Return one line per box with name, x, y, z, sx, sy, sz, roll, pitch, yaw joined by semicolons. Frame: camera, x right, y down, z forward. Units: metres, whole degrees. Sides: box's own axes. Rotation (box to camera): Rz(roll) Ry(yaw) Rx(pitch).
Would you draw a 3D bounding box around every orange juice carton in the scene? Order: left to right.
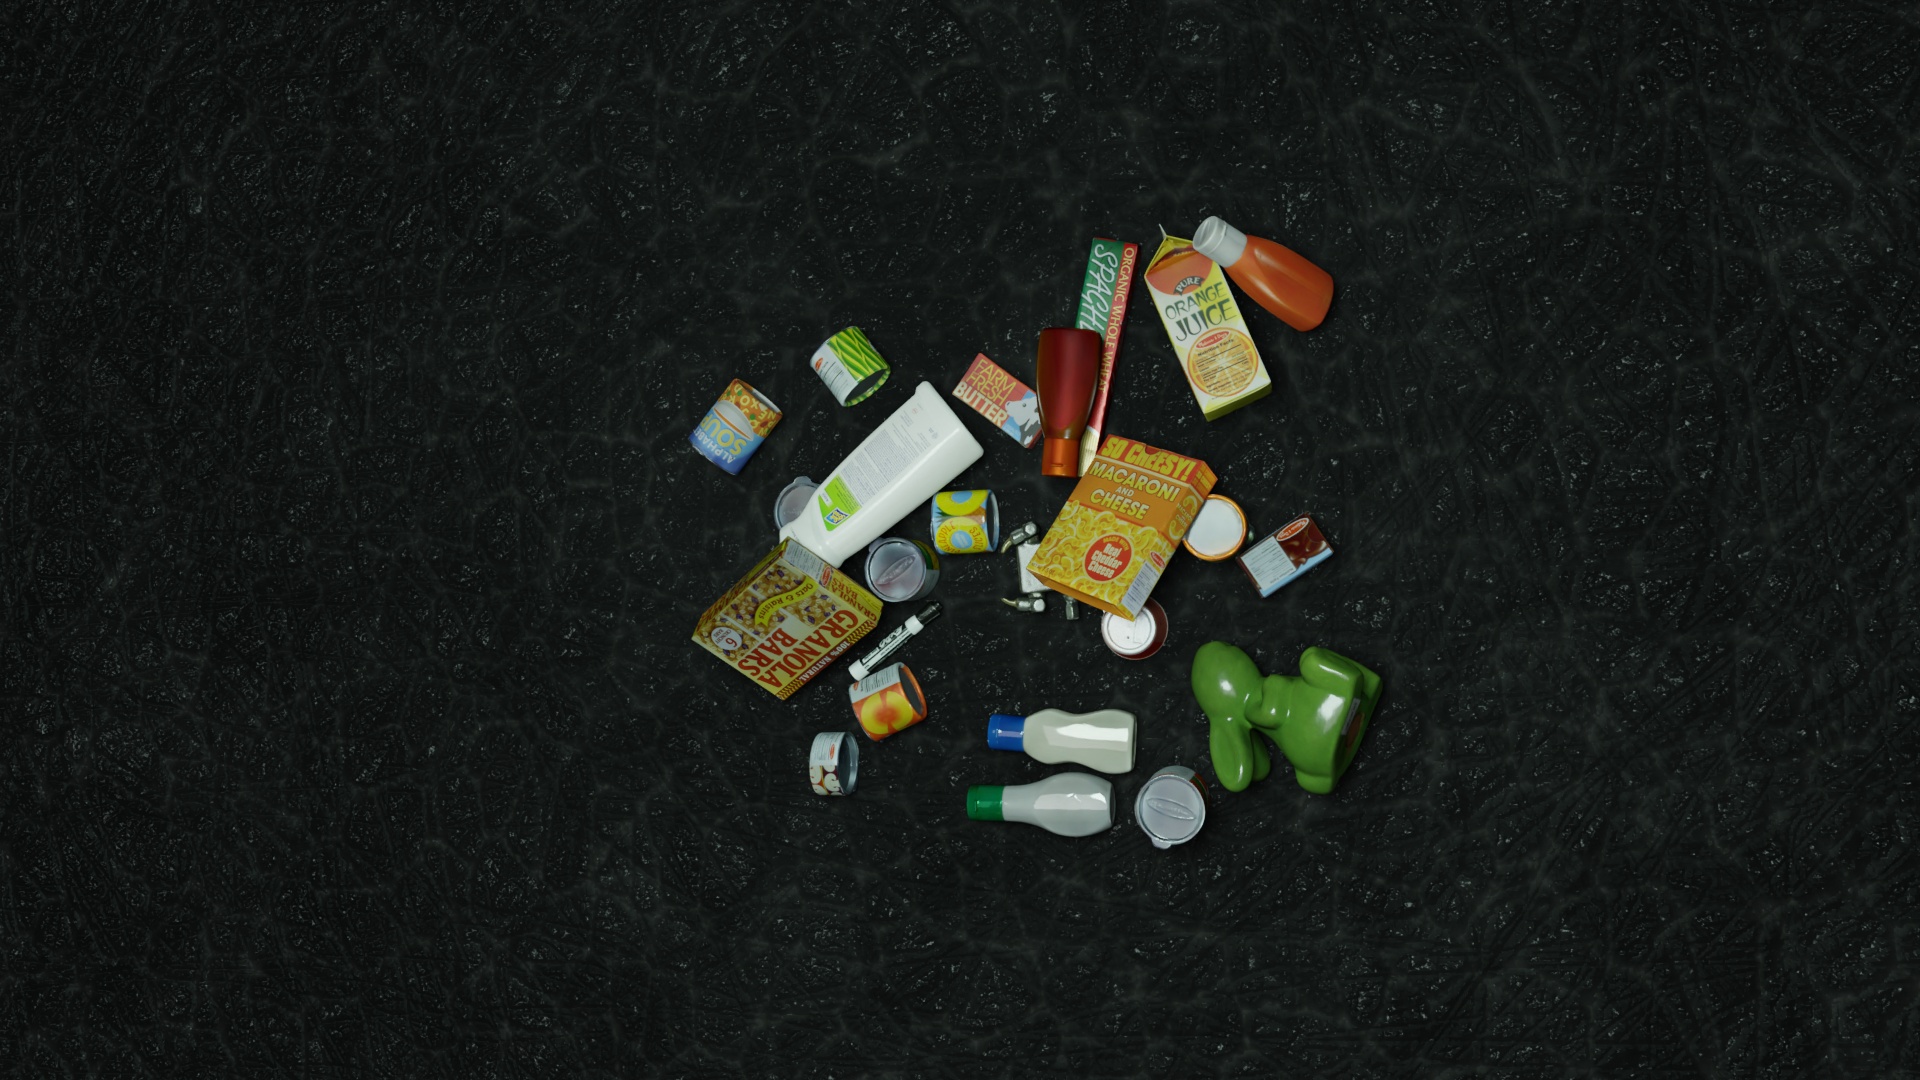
orange juice carton;0.239;-0.223;1.386;0.073;0.072;0.193;-24;82;11

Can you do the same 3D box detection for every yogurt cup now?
yogurt cup;0.172;0.087;1.394;0.072;0.054;0.072;-1;88;13

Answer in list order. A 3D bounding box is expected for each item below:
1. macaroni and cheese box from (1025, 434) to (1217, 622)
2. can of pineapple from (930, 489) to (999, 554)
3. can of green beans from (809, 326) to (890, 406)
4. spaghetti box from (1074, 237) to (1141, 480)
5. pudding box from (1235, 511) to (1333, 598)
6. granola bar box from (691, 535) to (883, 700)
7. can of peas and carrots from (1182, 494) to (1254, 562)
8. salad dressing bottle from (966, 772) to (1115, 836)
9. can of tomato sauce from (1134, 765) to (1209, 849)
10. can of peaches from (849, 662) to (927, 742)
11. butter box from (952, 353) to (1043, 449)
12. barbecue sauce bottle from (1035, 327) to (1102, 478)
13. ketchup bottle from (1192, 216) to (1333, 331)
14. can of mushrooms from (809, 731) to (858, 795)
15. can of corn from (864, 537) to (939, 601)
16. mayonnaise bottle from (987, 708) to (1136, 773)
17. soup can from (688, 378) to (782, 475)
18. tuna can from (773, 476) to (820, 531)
macaroni and cheese box;0.157;-0.016;1.362;0.124;0.040;0.167;22;75;43
can of pineapple;0.005;-0.018;1.433;0.058;0.071;0.071;-3;87;14
can of green beans;-0.116;-0.184;1.473;0.071;0.071;0.058;-40;80;9
spaghetti box;0.137;-0.187;1.431;0.050;0.029;0.250;11;90;14
pudding box;0.321;0.015;1.374;0.083;0.030;0.050;-35;79;10
granola bar box;-0.178;0.082;1.428;0.124;0.039;0.165;37;127;-19
can of peas and carrots;0.255;-0.011;1.377;0.071;0.059;0.071;-1;88;14
salad dressing bottle;0.082;0.268;1.412;0.147;0.044;0.064;-2;89;15
can of tomato sauce;0.209;0.260;1.360;0.071;0.083;0.071;-1;87;14
can of peaches;-0.074;0.169;1.445;0.058;0.071;0.071;-27;81;11
butter box;0.047;-0.146;1.453;0.103;0.024;0.053;37;97;13
barbecue sauce bottle;0.105;-0.138;1.398;0.065;0.043;0.148;5;89;14
ketchup bottle;0.294;-0.263;1.347;0.149;0.043;0.065;26;68;-23
can of mushrooms;-0.132;0.235;1.455;0.033;0.071;0.071;-3;87;14
can of corn;-0.062;0.029;1.452;0.071;0.058;0.071;-1;87;14
mayonnaise bottle;0.103;0.200;1.412;0.148;0.041;0.065;3;86;15
soup can;-0.243;-0.123;1.498;0.071;0.071;0.083;40;96;12
tuna can;-0.164;-0.032;1.493;0.071;0.033;0.071;-1;87;14
